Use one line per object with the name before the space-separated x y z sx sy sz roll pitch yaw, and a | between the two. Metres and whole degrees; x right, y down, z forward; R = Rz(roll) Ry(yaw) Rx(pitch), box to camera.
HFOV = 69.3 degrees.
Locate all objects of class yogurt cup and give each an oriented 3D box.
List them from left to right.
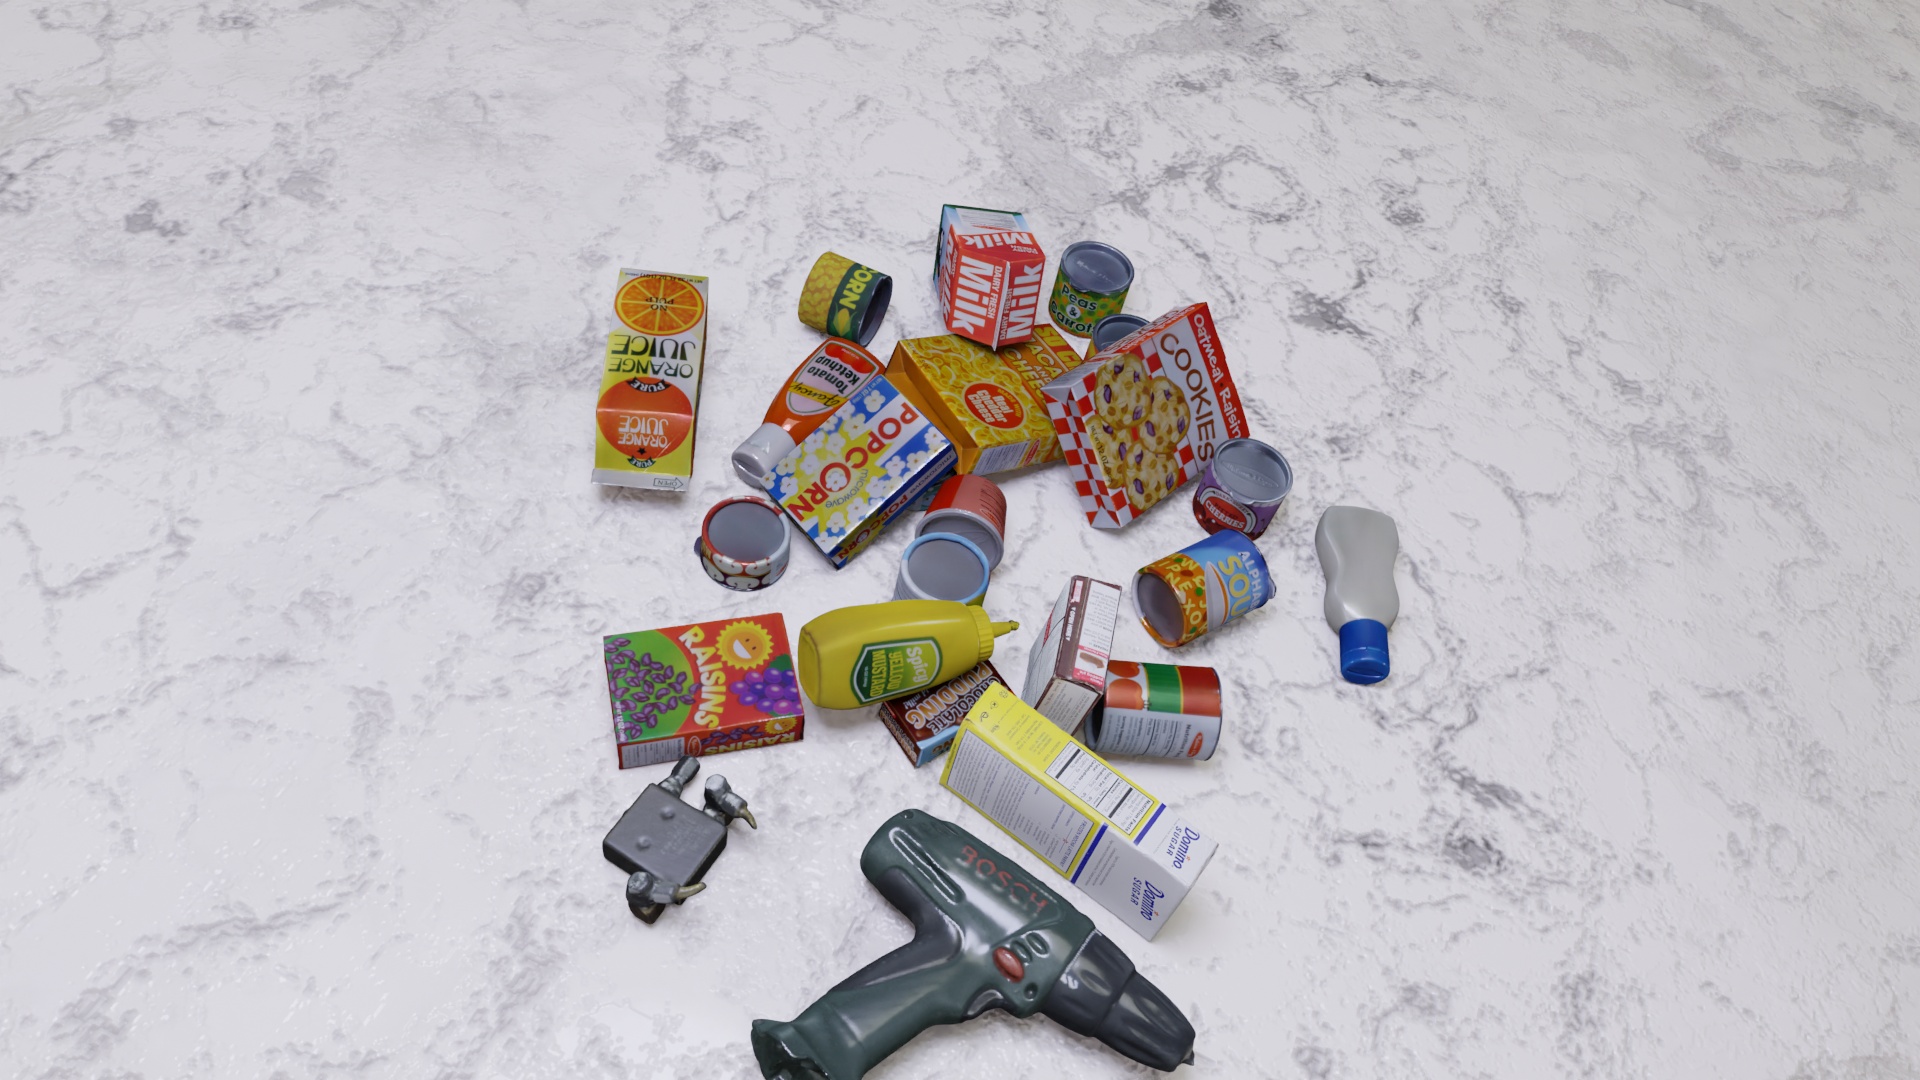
yogurt cup | 0.004 -0.013 1.049 0.072 0.072 0.054 17 44 1

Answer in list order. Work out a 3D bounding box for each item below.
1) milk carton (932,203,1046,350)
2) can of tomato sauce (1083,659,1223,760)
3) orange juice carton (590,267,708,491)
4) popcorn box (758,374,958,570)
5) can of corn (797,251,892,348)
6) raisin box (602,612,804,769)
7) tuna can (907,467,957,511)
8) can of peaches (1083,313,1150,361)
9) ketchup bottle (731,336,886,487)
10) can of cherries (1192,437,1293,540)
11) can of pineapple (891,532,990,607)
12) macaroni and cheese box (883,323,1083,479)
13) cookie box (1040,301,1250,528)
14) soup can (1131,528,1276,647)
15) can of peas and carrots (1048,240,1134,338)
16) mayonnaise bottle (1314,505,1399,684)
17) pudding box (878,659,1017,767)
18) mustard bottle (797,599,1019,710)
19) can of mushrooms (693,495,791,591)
milk carton | 0.023 -0.221 1.159 0.073 0.072 0.191 5 25 -9
can of tomato sauce | 0.134 0.117 0.976 0.083 0.070 0.071 5 52 -8
orange juice carton | -0.237 -0.115 1.068 0.072 0.072 0.193 5 53 -9
popcorn box | -0.076 -0.052 1.045 0.127 0.038 0.085 -42 69 -6
can of corn | -0.097 -0.204 1.168 0.058 0.070 0.071 24 52 7
raisin box | -0.174 0.101 0.938 0.123 0.039 0.086 -7 55 -16
tuna can | -0.034 -0.060 1.094 0.071 0.032 0.071 6 52 -8
can of peaches | 0.138 -0.148 1.184 0.071 0.057 0.071 6 53 -8
ketchup bottle | -0.122 -0.100 1.100 0.065 0.043 0.149 31 54 12
can of cherries | 0.225 -0.038 1.119 0.071 0.058 0.072 7 53 -9
can of pineapple | -0.013 0.035 1.011 0.071 0.057 0.071 6 52 -8
macaroni and cheese box | 0.040 -0.117 1.126 0.167 0.040 0.124 -14 56 -38
cookie box | 0.154 -0.102 1.118 0.168 0.040 0.122 -33 111 -31
soup can | 0.182 0.037 1.045 0.084 0.071 0.071 -23 61 -26
can of peas and carrots | 0.114 -0.221 1.234 0.071 0.058 0.071 6 53 -7
mayonnaise bottle | 0.313 0.041 1.089 0.065 0.041 0.149 11 53 -2
pudding box | -0.008 0.117 0.967 0.084 0.030 0.050 -23 62 -26
mustard bottle | -0.029 0.070 0.942 0.161 0.065 0.049 -10 32 -23
can of mushrooms | -0.160 0.001 1.021 0.071 0.033 0.071 6 53 -8
